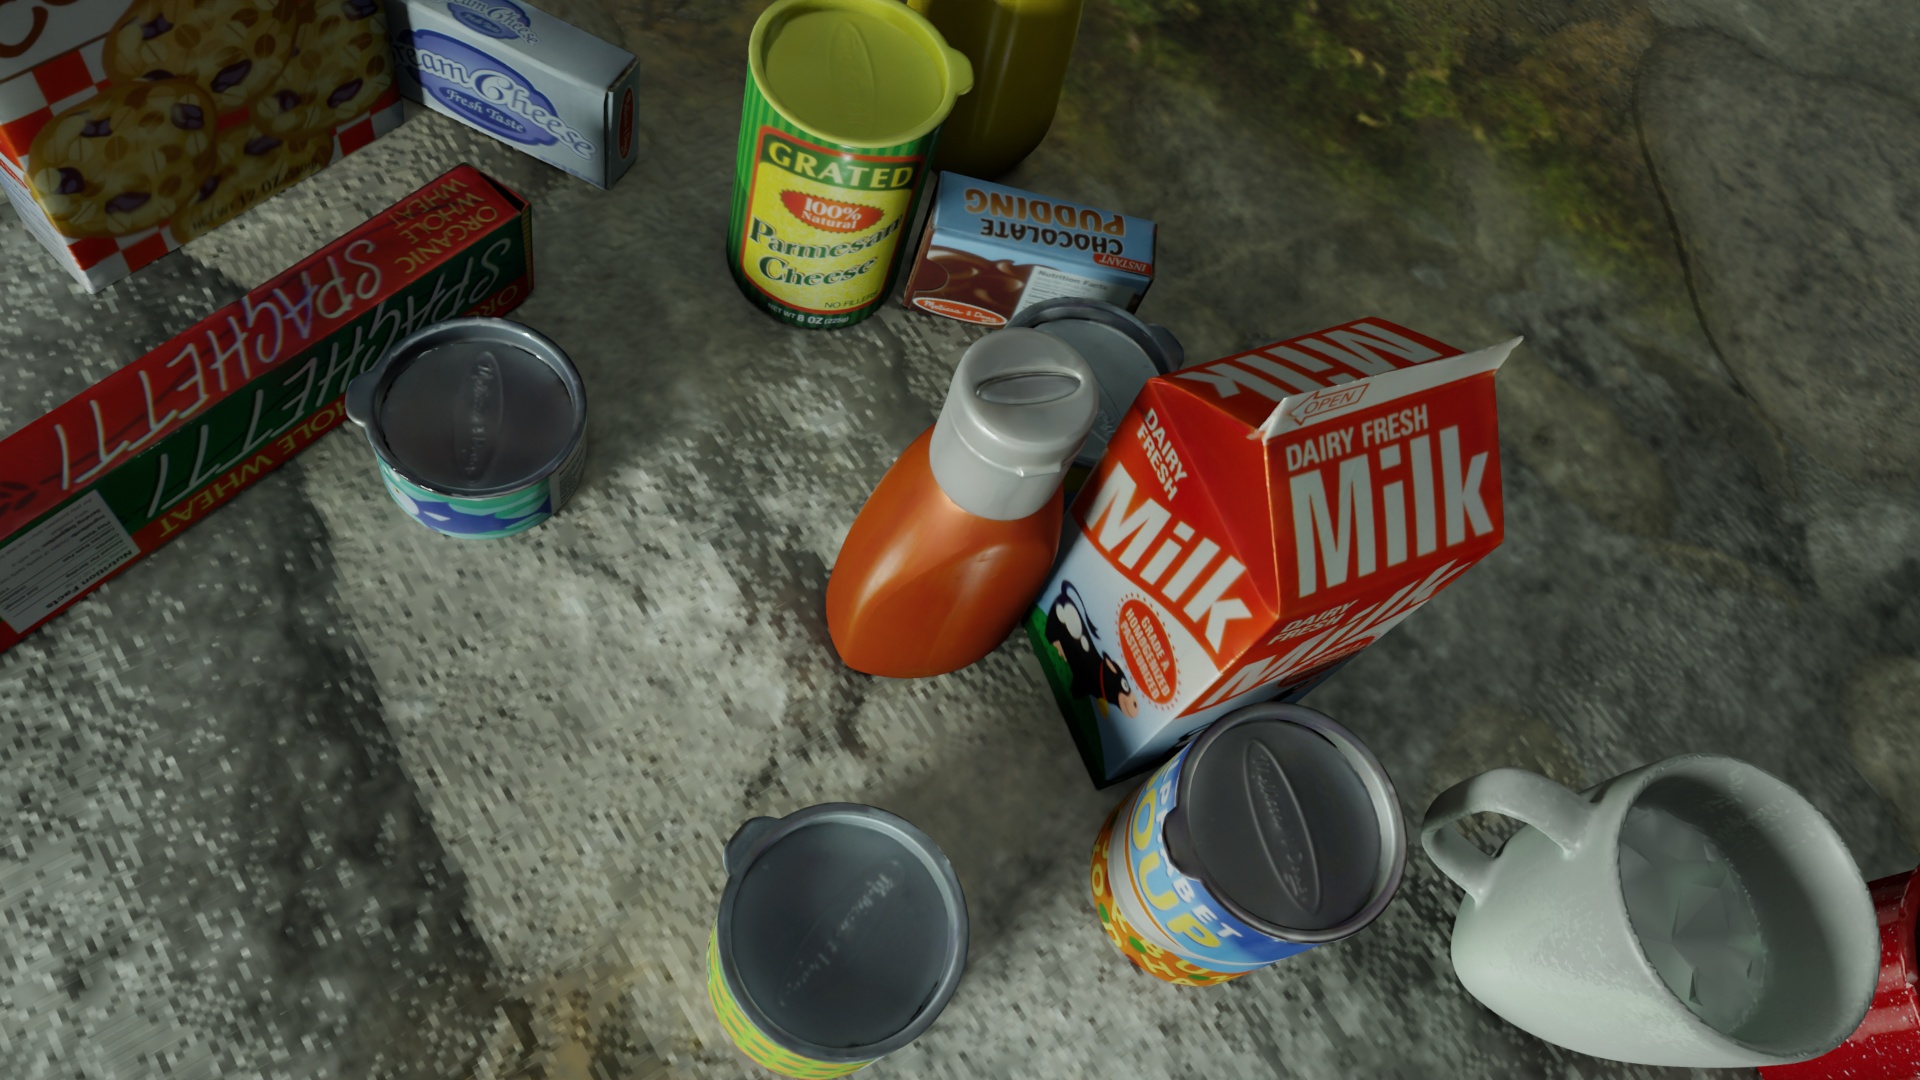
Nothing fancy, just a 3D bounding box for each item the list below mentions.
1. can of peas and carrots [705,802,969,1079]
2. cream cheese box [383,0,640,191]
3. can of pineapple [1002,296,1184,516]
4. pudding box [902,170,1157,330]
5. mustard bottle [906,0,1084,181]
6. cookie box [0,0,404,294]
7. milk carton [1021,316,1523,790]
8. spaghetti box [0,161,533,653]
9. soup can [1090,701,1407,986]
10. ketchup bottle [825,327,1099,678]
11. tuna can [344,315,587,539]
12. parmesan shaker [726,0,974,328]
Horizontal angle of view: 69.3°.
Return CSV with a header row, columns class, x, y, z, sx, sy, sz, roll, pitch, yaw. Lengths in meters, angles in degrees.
class,x,y,z,sx,sy,sz,roll,pitch,yaw
can of peas and carrots,-0.038,0.111,0.385,0.071,0.058,0.071,6,63,-11
cream cheese box,-0.166,-0.169,0.496,0.104,0.053,0.024,26,61,-1
can of pineapple,0.038,-0.041,0.481,0.071,0.057,0.071,6,63,-11
pudding box,0.025,-0.101,0.512,0.084,0.049,0.030,11,62,-9
mustard bottle,0.016,-0.198,0.495,0.049,0.159,0.065,-29,74,-25
cookie box,-0.238,-0.165,0.410,0.040,0.166,0.123,43,62,9
milk carton,0.081,0.002,0.394,0.072,0.189,0.073,-17,69,-21
spaghetti box,-0.232,-0.030,0.411,0.029,0.050,0.251,42,62,8
soup can,0.078,0.092,0.409,0.071,0.083,0.071,6,63,-11
ketchup bottle,0.001,-0.005,0.401,0.065,0.148,0.043,-9,67,-18
tuna can,-0.156,-0.036,0.443,0.071,0.032,0.071,6,63,-11
parmesan shaker,-0.041,-0.127,0.478,0.071,0.102,0.071,6,63,-11
